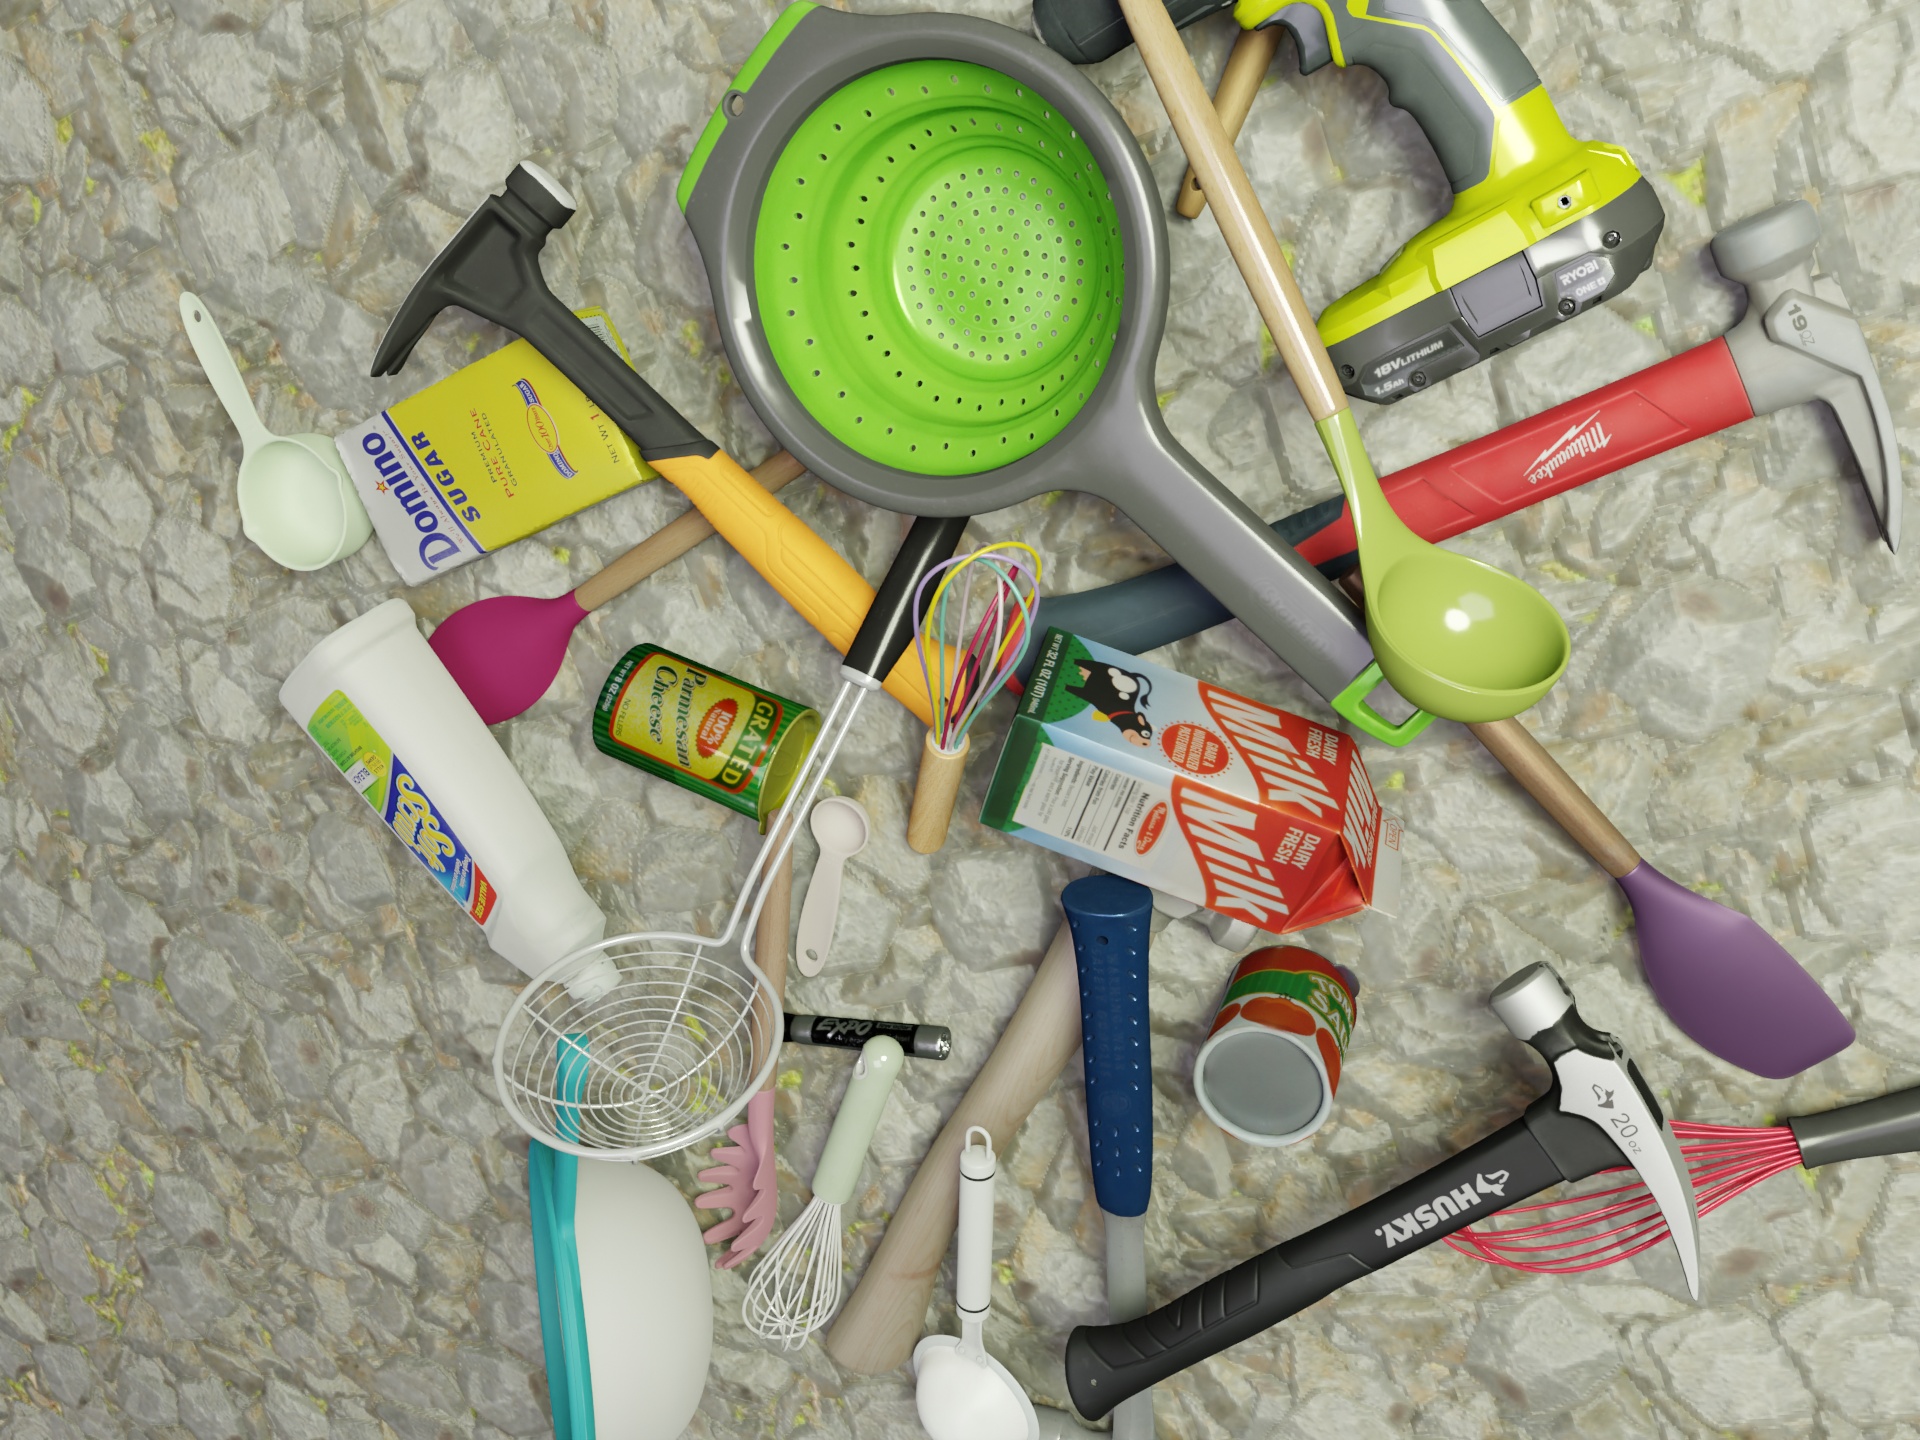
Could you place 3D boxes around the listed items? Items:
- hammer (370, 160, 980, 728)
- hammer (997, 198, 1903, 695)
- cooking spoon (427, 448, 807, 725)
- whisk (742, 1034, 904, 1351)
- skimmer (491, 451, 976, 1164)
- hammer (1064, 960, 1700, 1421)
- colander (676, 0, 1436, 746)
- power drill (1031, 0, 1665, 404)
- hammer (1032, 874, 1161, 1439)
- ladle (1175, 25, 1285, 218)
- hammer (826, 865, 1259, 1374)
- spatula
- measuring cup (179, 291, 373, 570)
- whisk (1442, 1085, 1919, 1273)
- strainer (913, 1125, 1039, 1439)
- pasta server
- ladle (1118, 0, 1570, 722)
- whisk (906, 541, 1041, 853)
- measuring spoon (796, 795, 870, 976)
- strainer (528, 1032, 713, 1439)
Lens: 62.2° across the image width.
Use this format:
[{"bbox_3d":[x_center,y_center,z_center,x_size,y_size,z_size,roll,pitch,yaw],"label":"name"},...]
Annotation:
[{"bbox_3d":[-0.125,-0.109,0.783,0.336,0.034,0.127,43,100,-8],"label":"hammer"},{"bbox_3d":[0.192,-0.074,0.702,0.386,0.038,0.143,-21,100,26],"label":"hammer"},{"bbox_3d":[-0.187,-0.077,0.863,0.319,0.017,0.068,-28,98,27],"label":"cooking spoon"},{"bbox_3d":[-0.075,0.276,0.919,0.059,0.058,0.246,9,120,-20],"label":"whisk"},{"bbox_3d":[-0.085,0.027,0.726,0.127,0.090,0.363,24,84,27],"label":"skimmer"},{"bbox_3d":[0.178,0.255,0.745,0.334,0.035,0.146,-39,82,27],"label":"hammer"},{"bbox_3d":[0.059,-0.143,0.699,0.397,0.094,0.204,43,118,3],"label":"colander"},{"bbox_3d":[0.151,-0.247,0.623,0.190,0.080,0.228,-24,103,30],"label":"power drill"},{"bbox_3d":[0.091,0.259,0.825,0.144,0.035,0.405,5,119,19],"label":"hammer"},{"bbox_3d":[0.153,-0.352,0.629,0.069,0.031,0.315,27,117,9],"label":"ladle"},{"bbox_3d":[0.005,0.214,0.864,0.146,0.038,0.410,25,118,-3],"label":"hammer"},{"bbox_3d":[0.275,0.048,0.702,0.316,0.018,0.059,45,119,-8],"label":"spatula"},{"bbox_3d":[-0.389,-0.167,0.904,0.083,0.038,0.167,-23,96,27],"label":"measuring cup"},{"bbox_3d":[0.359,0.196,0.721,0.296,0.073,0.073,-19,100,19],"label":"whisk"},{"bbox_3d":[0.004,0.329,0.877,0.087,0.050,0.258,16,118,30],"label":"strainer"},{"bbox_3d":[-0.117,0.185,0.890,0.060,0.040,0.316,48,139,48],"label":"pasta server"},{"bbox_3d":[0.138,-0.144,0.603,0.062,0.078,0.320,-19,99,58],"label":"ladle"},{"bbox_3d":[0.001,-0.003,0.746,0.051,0.047,0.244,34,148,13],"label":"whisk"},{"bbox_3d":[-0.072,0.092,0.881,0.034,0.018,0.124,23,121,13],"label":"measuring spoon"},{"bbox_3d":[-0.187,0.294,0.905,0.095,0.211,0.340,-4,128,-20],"label":"strainer"}]
